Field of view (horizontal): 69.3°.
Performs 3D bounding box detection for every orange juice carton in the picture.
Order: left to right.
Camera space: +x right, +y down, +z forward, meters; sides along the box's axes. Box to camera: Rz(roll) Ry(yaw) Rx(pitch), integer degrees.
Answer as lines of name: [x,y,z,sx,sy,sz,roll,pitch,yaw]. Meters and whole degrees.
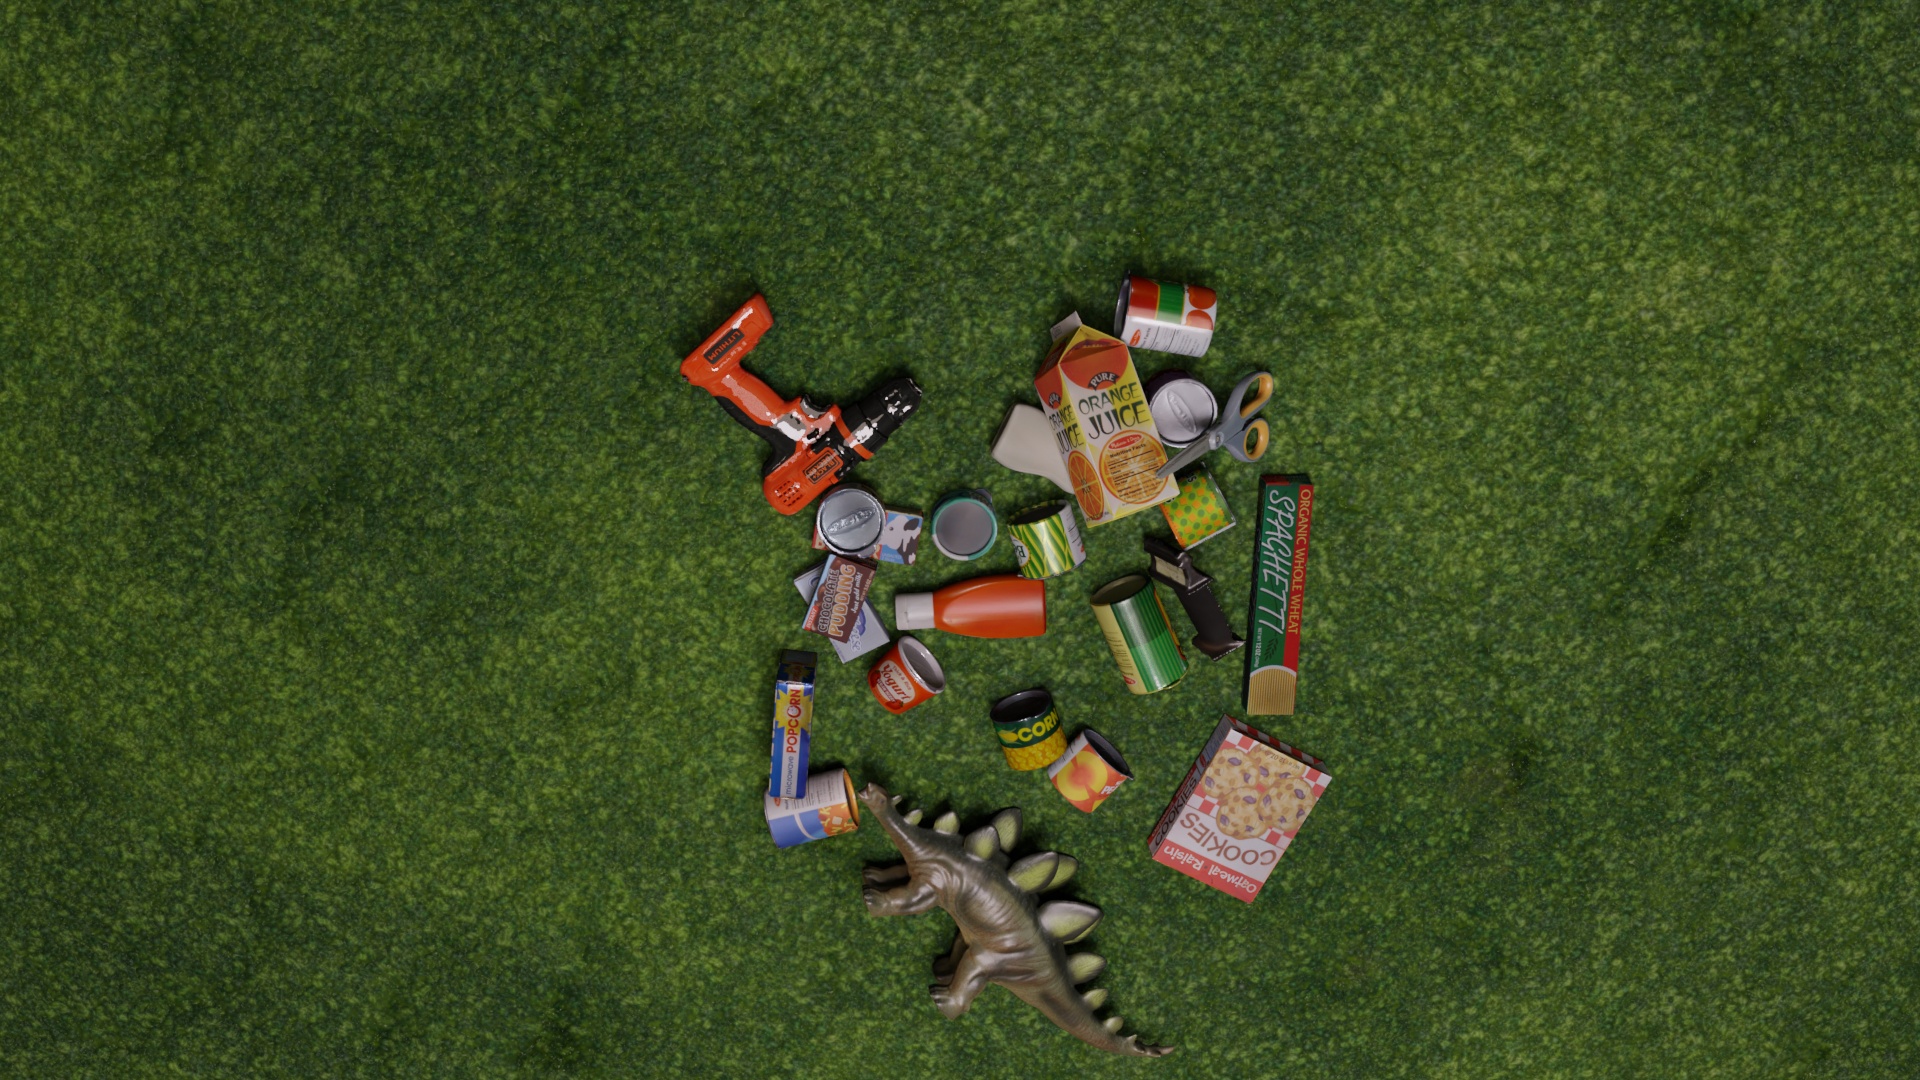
orange juice carton: [0.128,-0.116,1.293,0.073,0.071,0.192,-20,89,-16]

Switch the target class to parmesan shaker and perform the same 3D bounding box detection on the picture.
parmesan shaker: [0.179,0.093,1.381,0.071,0.071,0.103,-23,106,6]

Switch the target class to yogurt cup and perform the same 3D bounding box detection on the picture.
yogurt cup: [-0.056,0.137,1.393,0.054,0.073,0.072,-38,104,18]

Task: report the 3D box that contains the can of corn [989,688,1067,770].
can of corn: [0.071,0.193,1.408,0.071,0.071,0.058,-18,107,4]

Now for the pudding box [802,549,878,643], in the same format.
pudding box: [-0.118,0.053,1.356,0.050,0.030,0.083,21,105,-7]

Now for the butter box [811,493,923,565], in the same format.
butter box: [-0.092,-0.011,1.368,0.103,0.024,0.053,10,105,-5]

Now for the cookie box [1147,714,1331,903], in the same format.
cookie box: [0.290,0.283,1.456,0.123,0.040,0.167,26,104,-9]

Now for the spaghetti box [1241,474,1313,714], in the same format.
spaghetti box: [0.318,0.057,1.396,0.050,0.029,0.249,0,107,-2]

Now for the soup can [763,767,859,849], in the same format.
soup can: [-0.152,0.277,1.431,0.084,0.071,0.071,-14,107,2]

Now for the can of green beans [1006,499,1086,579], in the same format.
can of green beans: [0.083,-0.001,1.353,0.071,0.071,0.057,-18,106,4]

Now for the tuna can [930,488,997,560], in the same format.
tuna can: [0.005,-0.017,1.364,0.071,0.033,0.070,0,107,-1]

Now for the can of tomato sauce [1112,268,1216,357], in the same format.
can of tomato sauce: [0.190,-0.211,1.296,0.083,0.071,0.071,8,106,-4]

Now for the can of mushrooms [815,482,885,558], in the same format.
can of mushrooms: [-0.104,-0.019,1.334,0.071,0.033,0.071,-1,104,-2]

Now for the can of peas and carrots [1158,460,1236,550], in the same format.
can of peas and carrots: [0.226,-0.033,1.348,0.058,0.071,0.071,-29,105,8]

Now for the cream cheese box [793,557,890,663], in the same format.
cream cheese box: [-0.119,0.068,1.390,0.053,0.024,0.103,-28,105,6]

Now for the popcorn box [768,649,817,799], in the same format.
popcorn box: [-0.168,0.184,1.392,0.038,0.085,0.126,5,106,-4]

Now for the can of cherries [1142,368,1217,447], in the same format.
can of cherries: [0.204,-0.126,1.324,0.071,0.058,0.071,-1,108,-2]

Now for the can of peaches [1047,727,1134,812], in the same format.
can of peaches: [0.133,0.238,1.424,0.071,0.071,0.058,41,102,-12]

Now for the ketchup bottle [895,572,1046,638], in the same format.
ketchup bottle: [0.010,0.067,1.383,0.149,0.044,0.064,-3,106,0]

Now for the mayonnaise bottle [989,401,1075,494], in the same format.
mayonnaise bottle: [0.105,-0.077,1.345,0.148,0.041,0.064,26,96,-10]
